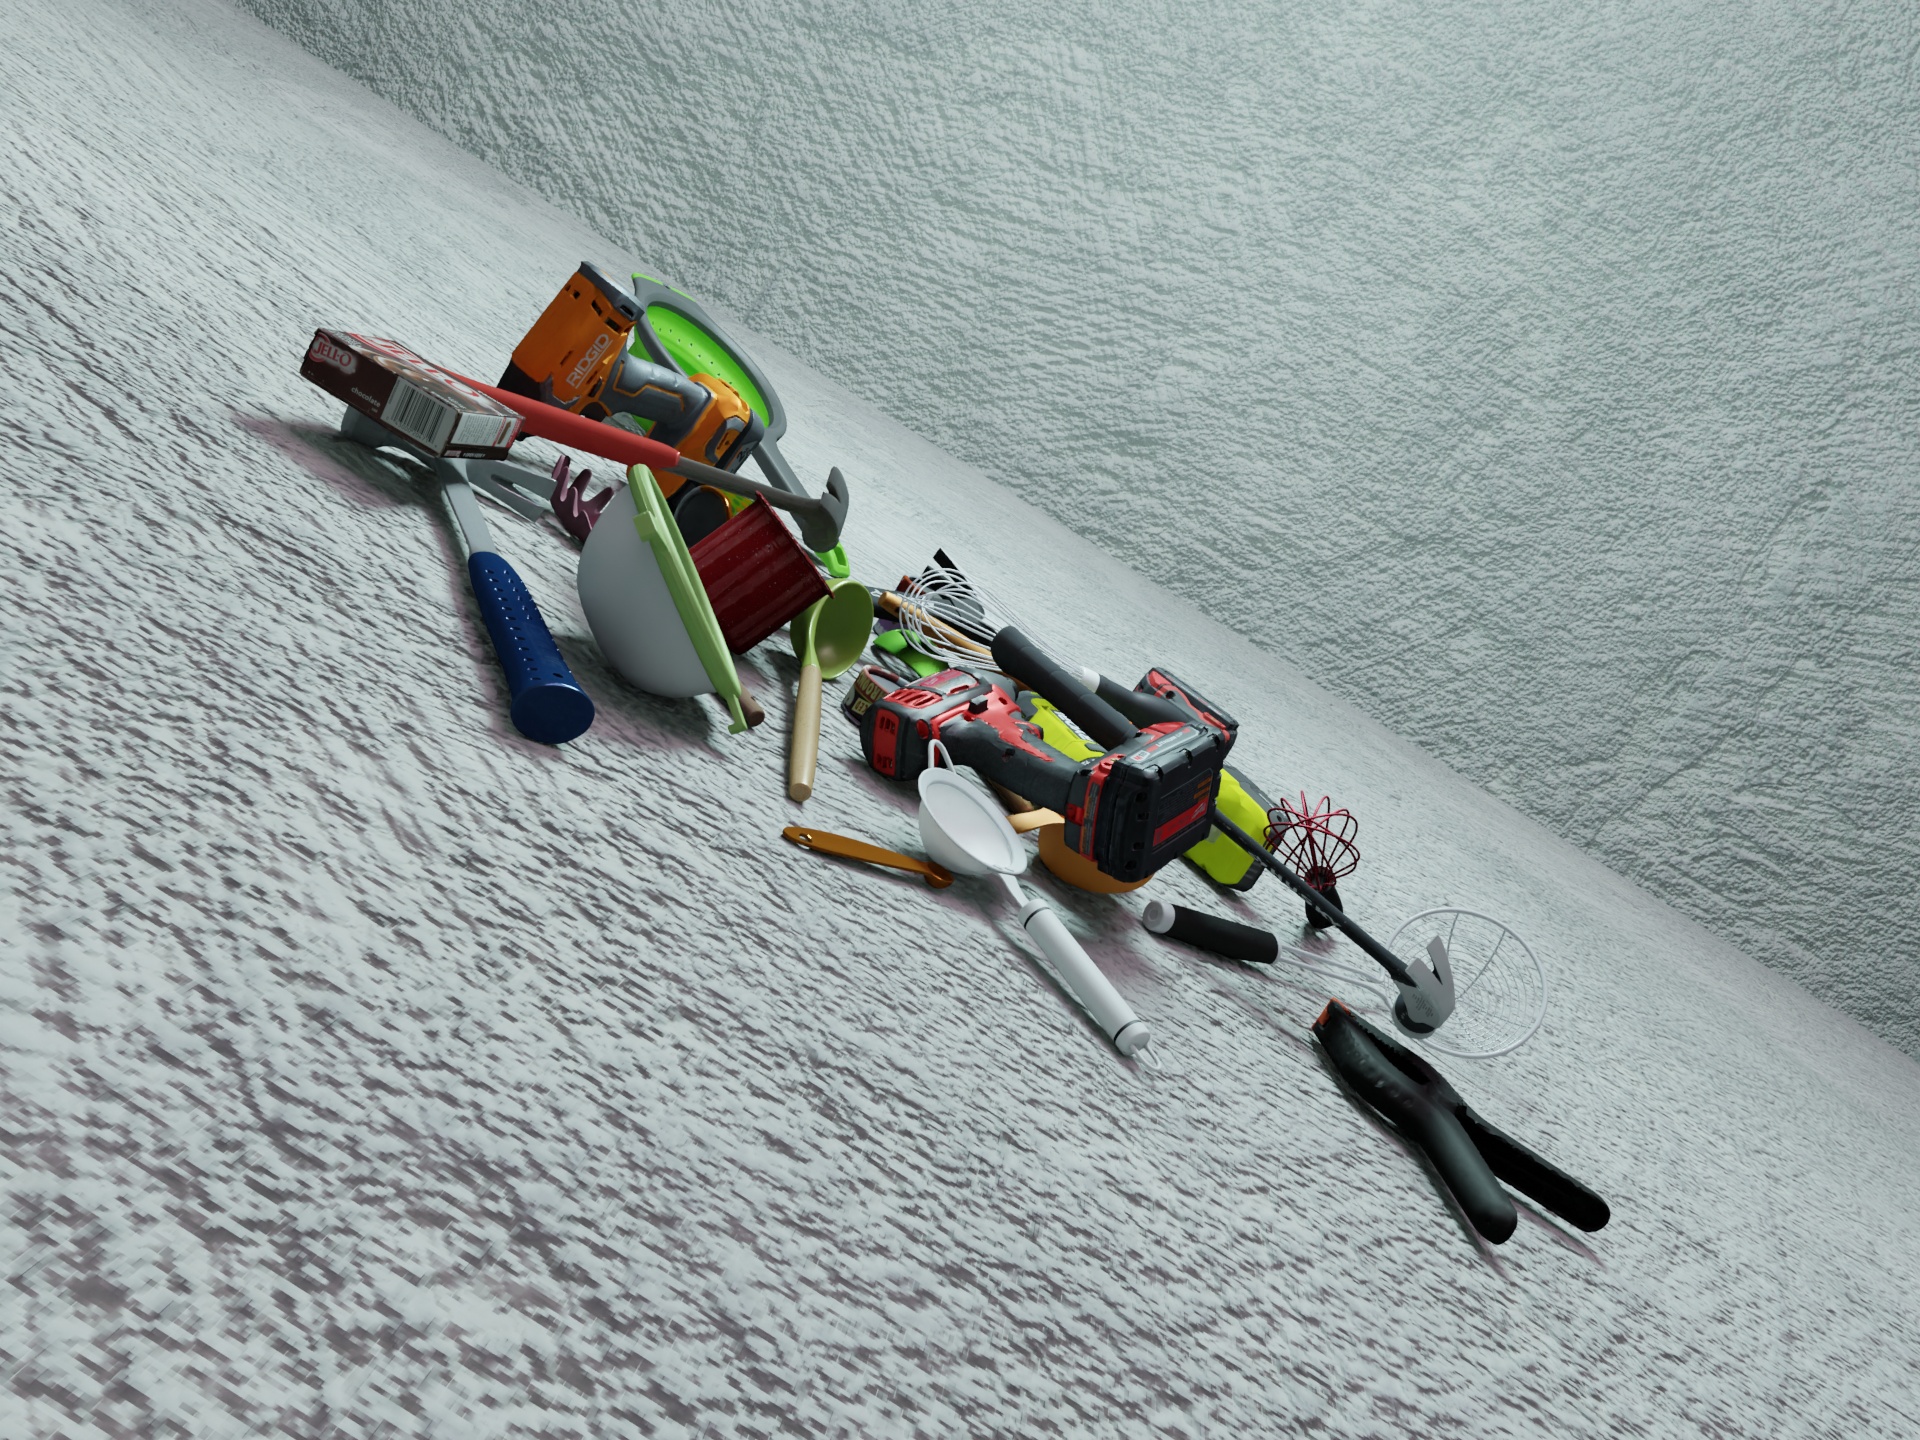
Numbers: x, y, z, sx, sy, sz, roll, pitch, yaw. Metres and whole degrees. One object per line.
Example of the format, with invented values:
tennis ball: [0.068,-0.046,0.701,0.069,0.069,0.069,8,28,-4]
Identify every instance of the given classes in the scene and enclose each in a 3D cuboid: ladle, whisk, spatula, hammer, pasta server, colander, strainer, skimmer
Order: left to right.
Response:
hammer: [-0.280,-0.097,0.960,0.144,0.035,0.406,22,17,-35]
hammer: [-0.257,-0.207,1.181,0.359,0.037,0.149,18,-9,-1]
strainer: [-0.204,-0.097,0.990,0.257,0.069,0.151,-122,-170,-56]
pasta server: [-0.211,-0.093,1.098,0.317,0.040,0.060,45,7,39]
colander: [-0.242,-0.277,1.621,0.397,0.094,0.204,57,21,19]
ladle: [-0.090,-0.020,1.077,0.062,0.078,0.320,6,23,-6]
hammer: [-0.101,-0.104,1.278,0.334,0.035,0.146,8,40,-39]
strainer: [0.037,0.110,0.928,0.086,0.050,0.259,18,25,-49]
spatula: [0.059,-0.027,1.317,0.322,0.081,0.041,31,17,-28]
whisk: [0.072,-0.042,1.255,0.284,0.070,0.070,24,16,-26]
hammer: [0.174,0.065,1.104,0.409,0.036,0.149,41,-10,21]
whisk: [0.278,0.119,1.242,0.073,0.073,0.295,38,-7,25]
skimmer: [0.291,0.169,1.172,0.363,0.090,0.127,20,49,-34]

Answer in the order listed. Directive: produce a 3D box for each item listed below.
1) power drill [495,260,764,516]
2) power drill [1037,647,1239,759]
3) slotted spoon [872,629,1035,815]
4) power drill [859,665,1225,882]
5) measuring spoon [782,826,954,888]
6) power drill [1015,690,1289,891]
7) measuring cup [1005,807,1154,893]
power drill: [-0.282,-0.254,1.316,0.084,0.164,0.226,41,3,33]
power drill: [0.155,-0.008,1.542,0.188,0.080,0.226,38,18,26]
slotted spoon: [-0.002,-0.004,1.274,0.070,0.031,0.314,17,21,-29]
power drill: [0.057,0.021,1.059,0.220,0.078,0.143,21,27,31]
measuring spoon: [-0.053,0.079,0.905,0.116,0.011,0.021,19,21,-33]
power drill: [0.150,0.065,1.263,0.228,0.080,0.191,19,17,-36]
measuring cup: [0.061,0.086,1.070,0.173,0.052,0.095,-8,29,-31]
